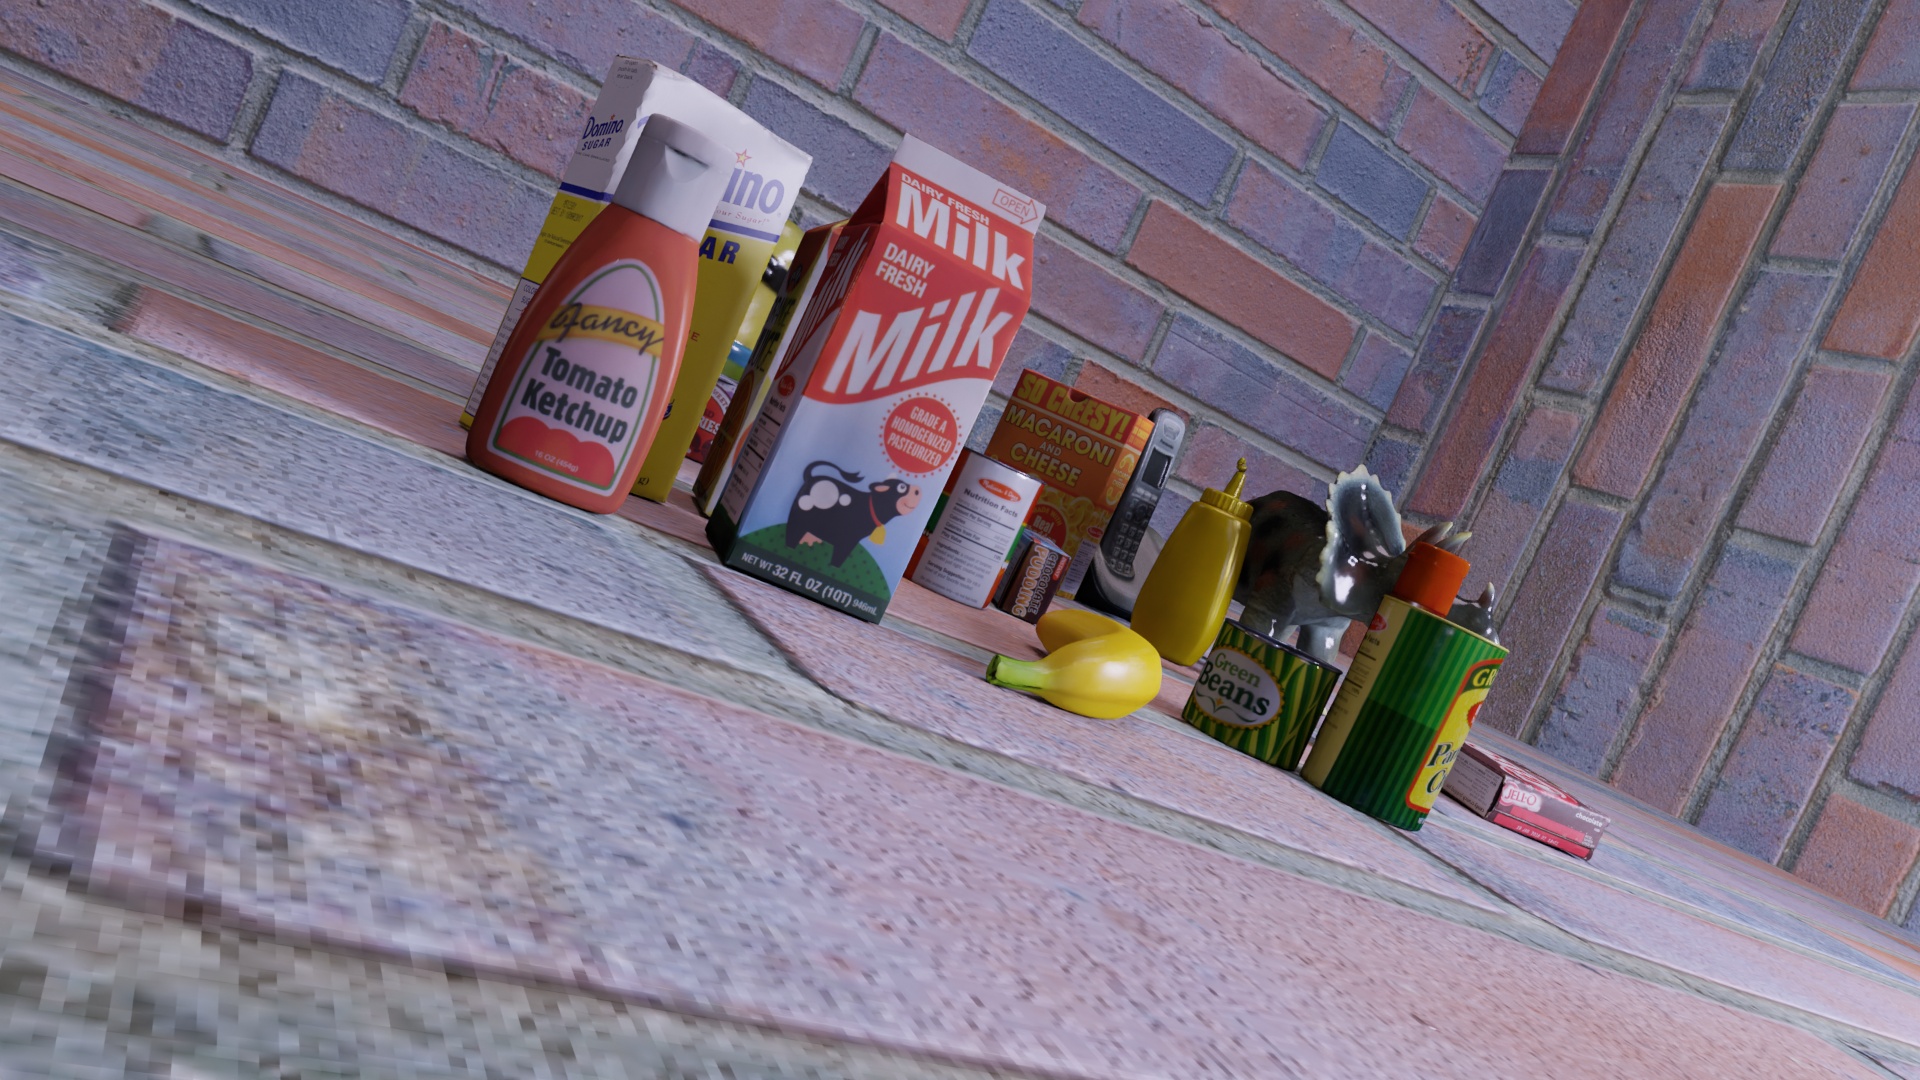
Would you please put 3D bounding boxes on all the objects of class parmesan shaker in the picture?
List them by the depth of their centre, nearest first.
[{"bbox_3d":[0.226,0.088,0.710,0.071,0.103,0.071,25,3,-1],"label":"parmesan shaker"}]

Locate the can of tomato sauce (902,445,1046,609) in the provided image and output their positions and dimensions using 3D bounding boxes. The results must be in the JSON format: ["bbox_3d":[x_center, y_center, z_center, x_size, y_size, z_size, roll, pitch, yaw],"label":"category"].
[{"bbox_3d":[0.003,-0.010,0.815,0.071,0.083,0.071,24,3,-1],"label":"can of tomato sauce"}]

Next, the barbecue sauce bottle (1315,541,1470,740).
[{"bbox_3d":[0.280,0.074,0.899,0.044,0.148,0.065,25,3,6],"label":"barbecue sauce bottle"}]

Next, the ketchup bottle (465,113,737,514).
[{"bbox_3d":[-0.132,-0.088,0.534,0.065,0.148,0.043,24,3,-20],"label":"ketchup bottle"}]

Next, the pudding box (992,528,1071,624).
[{"bbox_3d":[0.042,0.021,0.886,0.030,0.049,0.084,24,4,-8],"label":"pudding box"}]

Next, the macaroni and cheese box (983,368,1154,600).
[{"bbox_3d":[0.076,-0.050,1.194,0.124,0.166,0.040,27,4,31],"label":"macaroni and cheese box"}]

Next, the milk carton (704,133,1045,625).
[{"bbox_3d":[-0.033,-0.069,0.587,0.072,0.190,0.073,23,3,-20],"label":"milk carton"}]

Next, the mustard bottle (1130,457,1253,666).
[{"bbox_3d":[0.183,0.013,1.040,0.065,0.160,0.049,26,3,19],"label":"mustard bottle"}]

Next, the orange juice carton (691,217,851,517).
[{"bbox_3d":[-0.062,-0.091,0.696,0.073,0.192,0.072,24,3,-19],"label":"orange juice carton"}]

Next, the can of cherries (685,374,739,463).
[{"bbox_3d":[-0.166,-0.082,0.930,0.071,0.058,0.071,24,3,-1],"label":"can of cherries"}]

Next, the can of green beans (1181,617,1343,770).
[{"bbox_3d":[0.157,0.080,0.728,0.071,0.057,0.071,24,3,-1],"label":"can of green beans"}]
